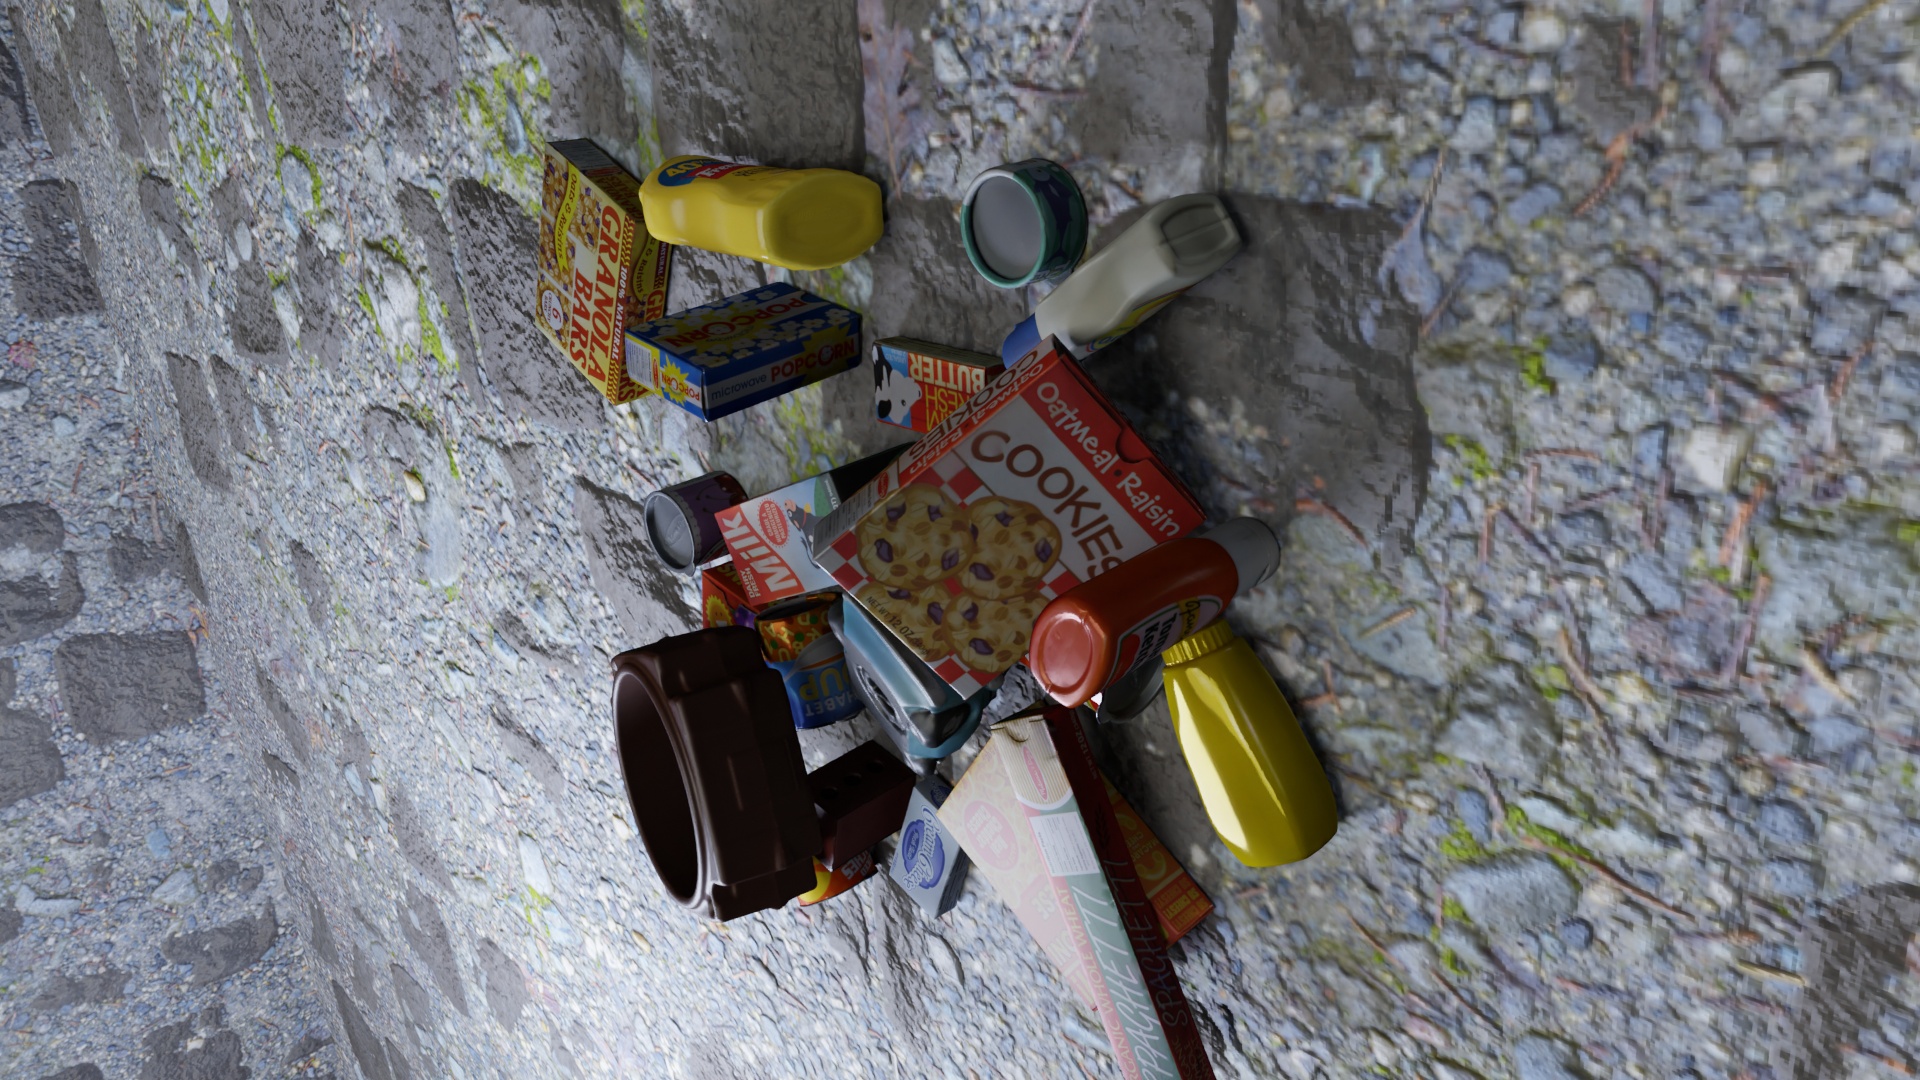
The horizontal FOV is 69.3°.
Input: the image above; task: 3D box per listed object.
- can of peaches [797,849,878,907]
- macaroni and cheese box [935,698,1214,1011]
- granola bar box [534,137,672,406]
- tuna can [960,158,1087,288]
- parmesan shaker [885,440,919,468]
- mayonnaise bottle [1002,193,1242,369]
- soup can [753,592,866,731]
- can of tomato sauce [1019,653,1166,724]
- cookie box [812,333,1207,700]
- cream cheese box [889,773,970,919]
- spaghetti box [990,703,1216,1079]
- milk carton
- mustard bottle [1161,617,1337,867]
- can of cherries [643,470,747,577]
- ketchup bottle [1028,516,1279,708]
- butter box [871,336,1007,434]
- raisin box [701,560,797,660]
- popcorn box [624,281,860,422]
[{"bbox_3d":[-0.105,0.243,1.082,0.071,0.071,0.058,-27,87,51],"label":"can of peaches"},{"bbox_3d":[0.067,0.203,0.889,0.167,0.040,0.123,49,138,19],"label":"macaroni and cheese box"},{"bbox_3d":[-0.277,-0.207,1.074,0.124,0.039,0.164,42,135,27],"label":"granola bar box"},{"bbox_3d":[0.034,-0.169,0.751,0.071,0.033,0.070,24,124,40],"label":"tuna can"},{"bbox_3d":[0.003,-0.010,0.832,0.103,0.071,0.071,33,130,34],"label":"parmesan shaker"},{"bbox_3d":[0.074,-0.122,0.708,0.147,0.065,0.041,-32,86,54],"label":"mayonnaise bottle"},{"bbox_3d":[-0.106,0.087,1.005,0.071,0.071,0.083,-3,106,49],"label":"soup can"},{"bbox_3d":[0.071,0.057,0.791,0.083,0.071,0.070,31,129,36],"label":"can of tomato sauce"},{"bbox_3d":[0.025,-0.009,0.726,0.167,0.040,0.122,-38,115,15],"label":"cookie box"},{"bbox_3d":[-0.018,0.223,1.007,0.053,0.024,0.103,39,133,28],"label":"cream cheese box"},{"bbox_3d":[0.085,0.217,0.822,0.050,0.029,0.250,-20,92,47],"label":"spaghetti box"},{"bbox_3d":[-0.102,-0.006,0.950,0.190,0.074,0.072,-14,98,50],"label":"milk carton"},{"bbox_3d":[0.145,0.093,0.743,0.065,0.049,0.160,-24,89,51],"label":"mustard bottle"},{"bbox_3d":[-0.200,-0.012,1.068,0.071,0.058,0.071,22,123,39],"label":"can of cherries"},{"bbox_3d":[0.100,0.027,0.682,0.043,0.149,0.064,45,137,23],"label":"ketchup bottle"},{"bbox_3d":[-0.012,-0.091,0.846,0.103,0.024,0.053,19,121,42],"label":"butter box"},{"bbox_3d":[-0.164,0.088,1.092,0.086,0.040,0.122,30,128,37],"label":"raisin box"},{"bbox_3d":[-0.138,-0.124,0.891,0.085,0.127,0.038,28,130,37],"label":"popcorn box"}]
